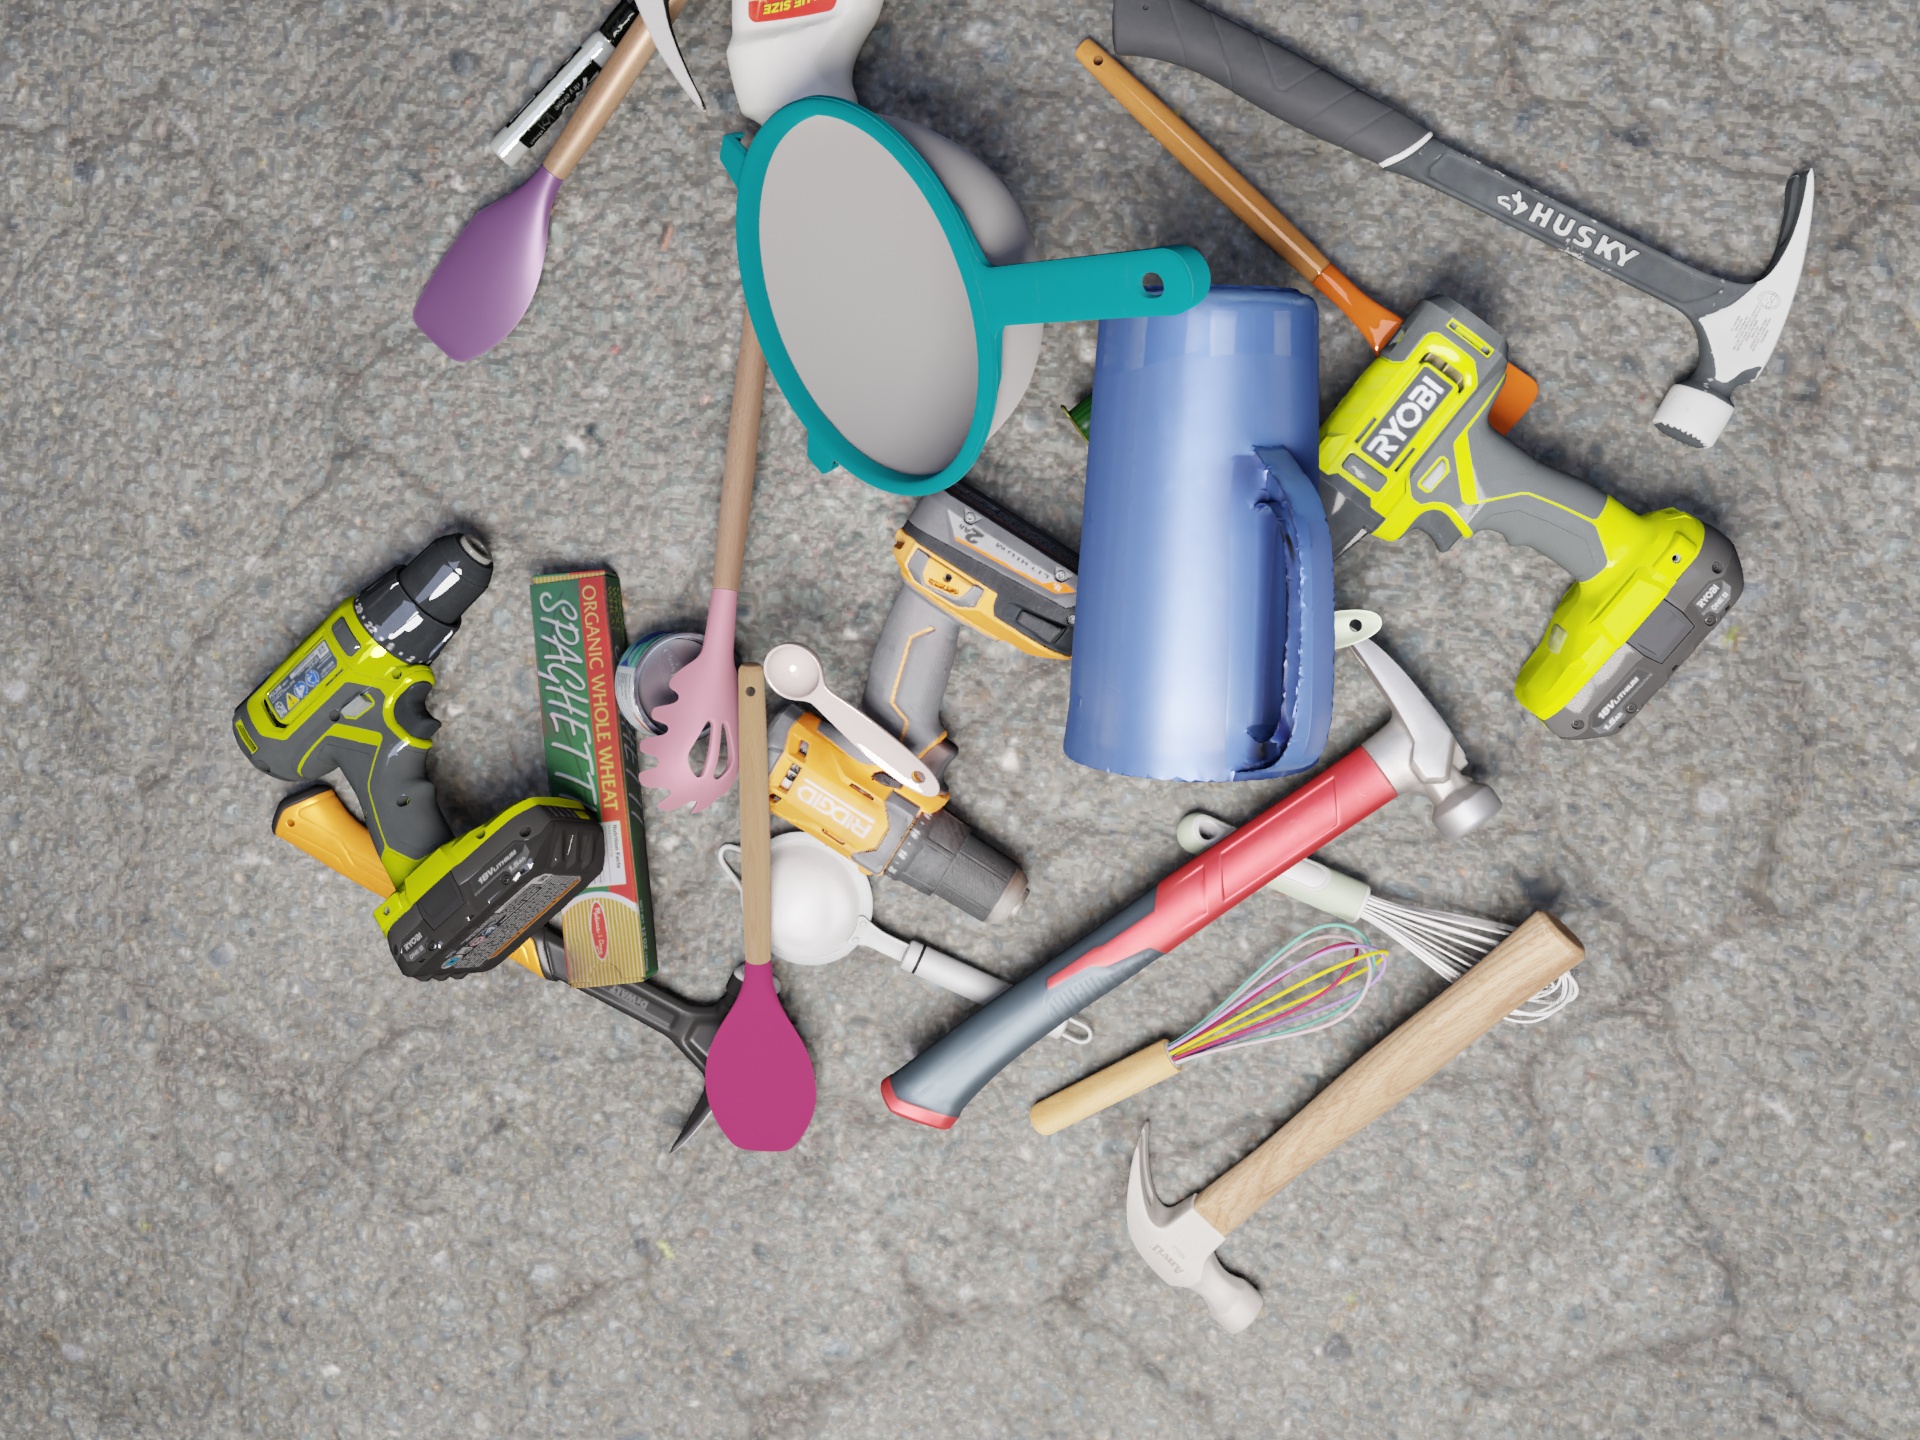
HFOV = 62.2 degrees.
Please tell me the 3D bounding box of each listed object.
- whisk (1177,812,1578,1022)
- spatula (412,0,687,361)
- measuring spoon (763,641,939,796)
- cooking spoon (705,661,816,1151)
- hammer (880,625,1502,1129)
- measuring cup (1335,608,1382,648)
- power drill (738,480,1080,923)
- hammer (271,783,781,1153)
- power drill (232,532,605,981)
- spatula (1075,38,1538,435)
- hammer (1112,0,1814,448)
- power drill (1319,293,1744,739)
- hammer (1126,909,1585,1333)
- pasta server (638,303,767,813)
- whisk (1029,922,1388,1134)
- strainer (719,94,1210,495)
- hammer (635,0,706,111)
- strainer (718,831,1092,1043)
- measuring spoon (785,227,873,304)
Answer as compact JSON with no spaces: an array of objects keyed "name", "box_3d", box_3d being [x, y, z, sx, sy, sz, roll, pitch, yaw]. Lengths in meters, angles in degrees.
[{"name":"whisk","box_3d":[0.242,0.111,0.932,0.246,0.059,0.058,23,63,7]},{"name":"spatula","box_3d":[-0.217,-0.333,0.909,0.060,0.018,0.316,42,112,-1]},{"name":"measuring spoon","box_3d":[-0.058,-0.001,0.896,0.124,0.018,0.034,41,120,-9]},{"name":"cooking spoon","box_3d":[-0.120,0.119,0.945,0.069,0.017,0.318,2,109,3]},{"name":"hammer","box_3d":[0.107,0.102,0.918,0.386,0.038,0.143,-36,80,7]},{"name":"measuring cup","box_3d":[0.157,-0.043,0.899,0.167,0.038,0.083,-11,99,26]},{"name":"power drill","box_3d":[-0.001,-0.003,0.927,0.185,0.084,0.226,33,106,1]},{"name":"hammer","box_3d":[-0.287,0.142,1.007,0.337,0.034,0.127,28,100,2]},{"name":"power drill","box_3d":[-0.312,0.019,0.942,0.190,0.080,0.229,-41,72,11]},{"name":"spatula","box_3d":[0.184,-0.265,0.891,0.322,0.041,0.081,45,103,3]},{"name":"hammer","box_3d":[0.264,-0.307,0.868,0.409,0.036,0.149,28,100,2]},{"name":"power drill","box_3d":[0.287,-0.097,0.866,0.223,0.080,0.171,36,105,-4]},{"name":"hammer","box_3d":[0.223,0.224,0.929,0.130,0.031,0.331,43,113,0]},{"name":"pasta server","box_3d":[-0.138,-0.103,0.930,0.060,0.040,0.316,8,86,-35]},{"name":"whisk","box_3d":[0.143,0.188,0.946,0.245,0.047,0.051,-31,94,20]},{"name":"strainer","box_3d":[0.017,-0.225,0.809,0.095,0.341,0.210,-30,117,-32]},{"name":"hammer","box_3d":[-0.012,-0.412,0.837,0.334,0.035,0.146,-7,107,-4]},{"name":"strainer","box_3d":[-0.036,0.141,0.974,0.258,0.050,0.087,25,107,-1]},{"name":"measuring spoon","box_3d":[-0.062,-0.287,0.922,0.021,0.011,0.117,45,101,-1]}]
